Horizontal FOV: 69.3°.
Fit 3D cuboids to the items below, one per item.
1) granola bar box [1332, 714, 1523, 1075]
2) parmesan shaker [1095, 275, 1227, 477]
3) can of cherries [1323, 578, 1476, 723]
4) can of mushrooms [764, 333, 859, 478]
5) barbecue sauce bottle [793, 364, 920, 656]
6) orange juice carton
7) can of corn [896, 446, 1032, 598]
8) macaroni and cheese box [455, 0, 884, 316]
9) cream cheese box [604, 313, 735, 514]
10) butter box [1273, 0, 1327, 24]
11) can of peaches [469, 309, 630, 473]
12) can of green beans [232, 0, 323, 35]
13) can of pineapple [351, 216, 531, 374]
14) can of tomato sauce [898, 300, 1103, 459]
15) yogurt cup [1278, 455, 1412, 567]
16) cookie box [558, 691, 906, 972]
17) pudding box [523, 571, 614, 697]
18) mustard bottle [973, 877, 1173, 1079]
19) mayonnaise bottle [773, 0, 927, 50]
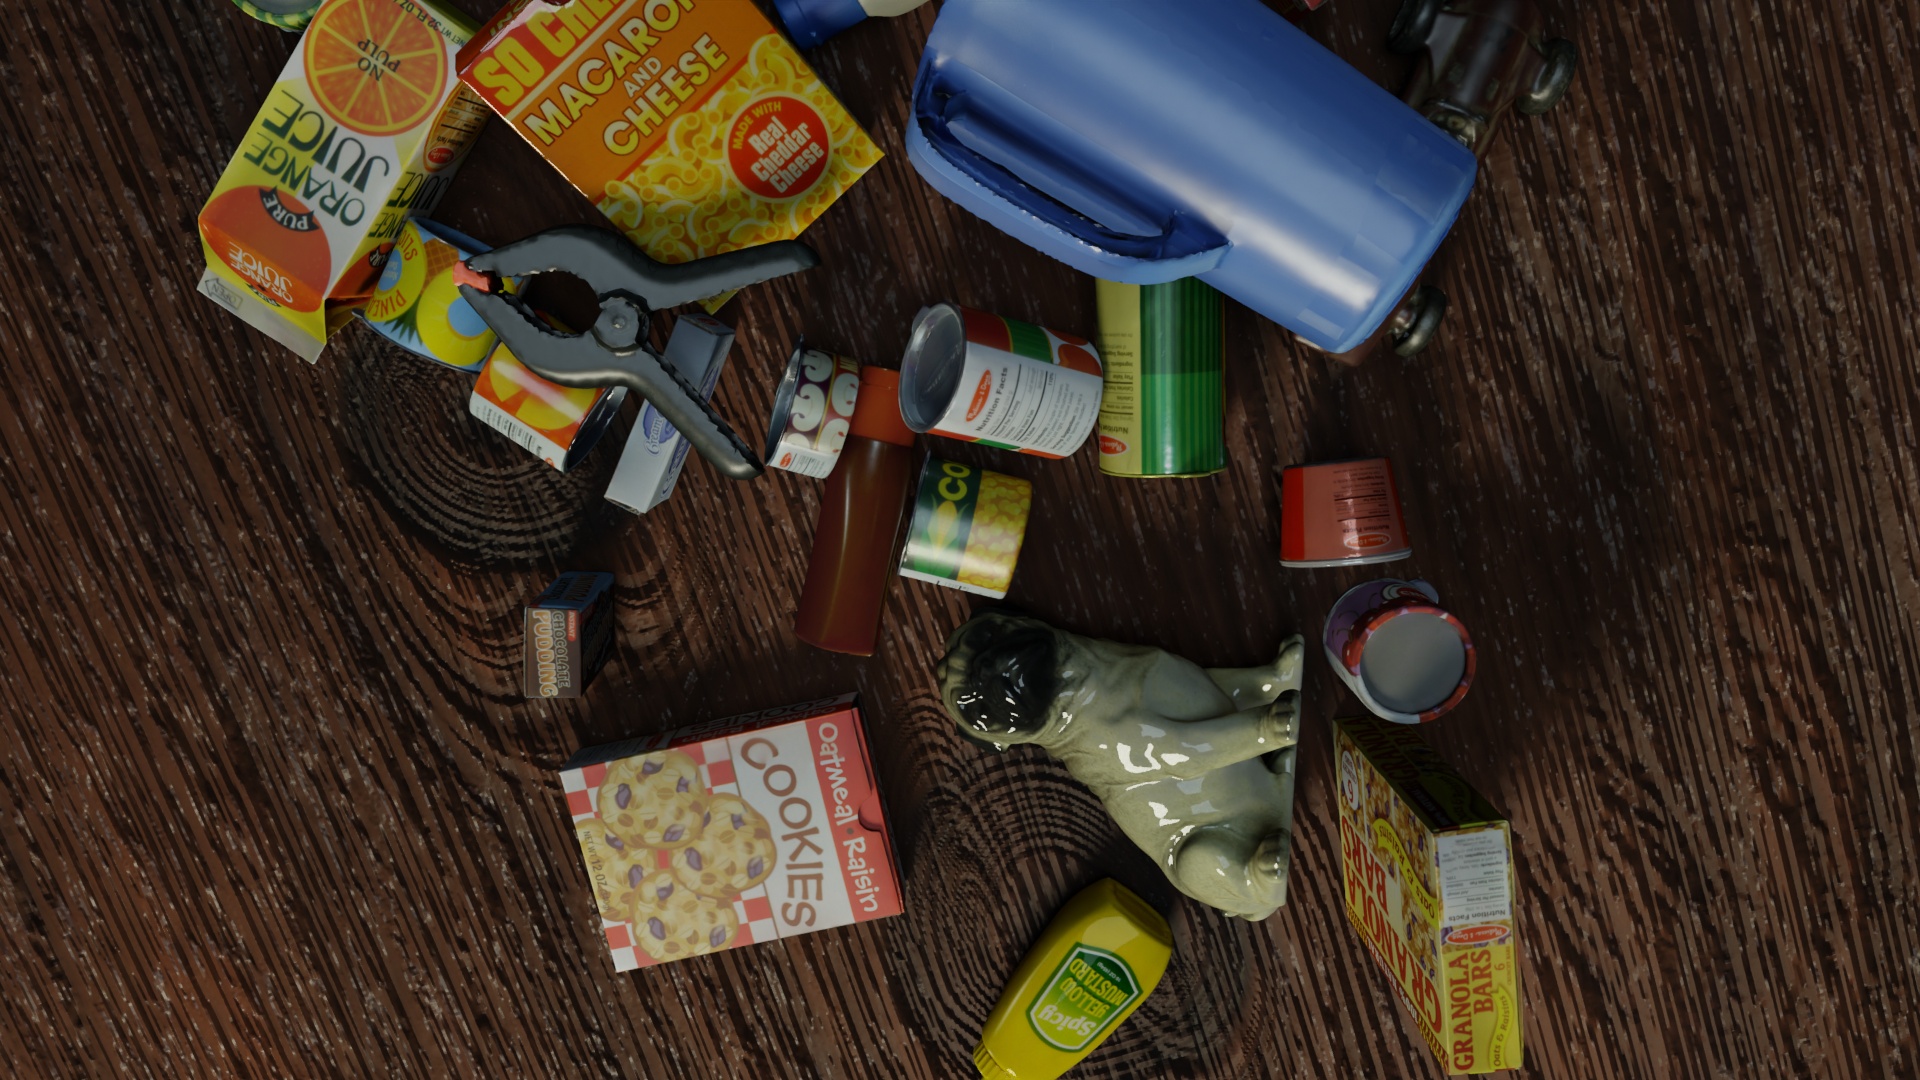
[{"bbox_3d":[0.236,0.173,0.714,0.039,0.166,0.124,-7,100,1],"label":"granola bar box"},{"bbox_3d":[0.105,-0.087,0.714,0.071,0.071,0.103,-2,100,1],"label":"parmesan shaker"},{"bbox_3d":[0.236,0.056,0.746,0.071,0.058,0.071,0,101,1],"label":"can of cherries"},{"bbox_3d":[-0.077,-0.069,0.720,0.033,0.071,0.071,15,101,-14],"label":"can of mushrooms"},{"bbox_3d":[-0.051,-0.017,0.735,0.044,0.065,0.148,12,92,-18],"label":"barbecue sauce bottle"},{"bbox_3d":[-0.307,-0.186,0.698,0.072,0.073,0.192,34,99,-6],"label":"orange juice carton"},{"bbox_3d":[0.003,-0.009,0.731,0.058,0.071,0.071,14,101,-3],"label":"can of corn"},{"bbox_3d":[-0.137,-0.210,0.674,0.123,0.040,0.166,-42,125,7],"label":"macaroni and cheese box"},{"bbox_3d":[-0.151,-0.067,0.729,0.024,0.053,0.103,24,100,-2],"label":"cream cheese box"},{"bbox_3d":[0.147,-0.305,0.683,0.024,0.053,0.103,-39,98,9],"label":"butter box"},{"bbox_3d":[-0.210,-0.079,0.721,0.058,0.071,0.071,32,99,-5],"label":"can of peaches"},{"bbox_3d":[-0.324,-0.284,0.687,0.071,0.058,0.071,0,101,1],"label":"can of green beans"},{"bbox_3d":[-0.264,-0.126,0.711,0.071,0.071,0.057,28,99,-5],"label":"can of pineapple"},{"bbox_3d":[0.020,-0.081,0.706,0.083,0.071,0.071,10,102,-29],"label":"can of tomato sauce"},{"bbox_3d":[0.200,-0.016,0.732,0.072,0.072,0.054,-6,92,2],"label":"yogurt cup"},{"bbox_3d":[-0.124,0.163,0.777,0.167,0.040,0.122,-12,100,2],"label":"cookie box"},{"bbox_3d":[-0.206,0.048,0.735,0.030,0.084,0.049,2,100,-3],"label":"pudding box"},{"bbox_3d":[0.053,0.269,0.791,0.065,0.049,0.160,37,98,-4],"label":"mustard bottle"},{"bbox_3d":[-0.022,-0.293,0.684,0.148,0.065,0.041,-26,78,9],"label":"mayonnaise bottle"}]
